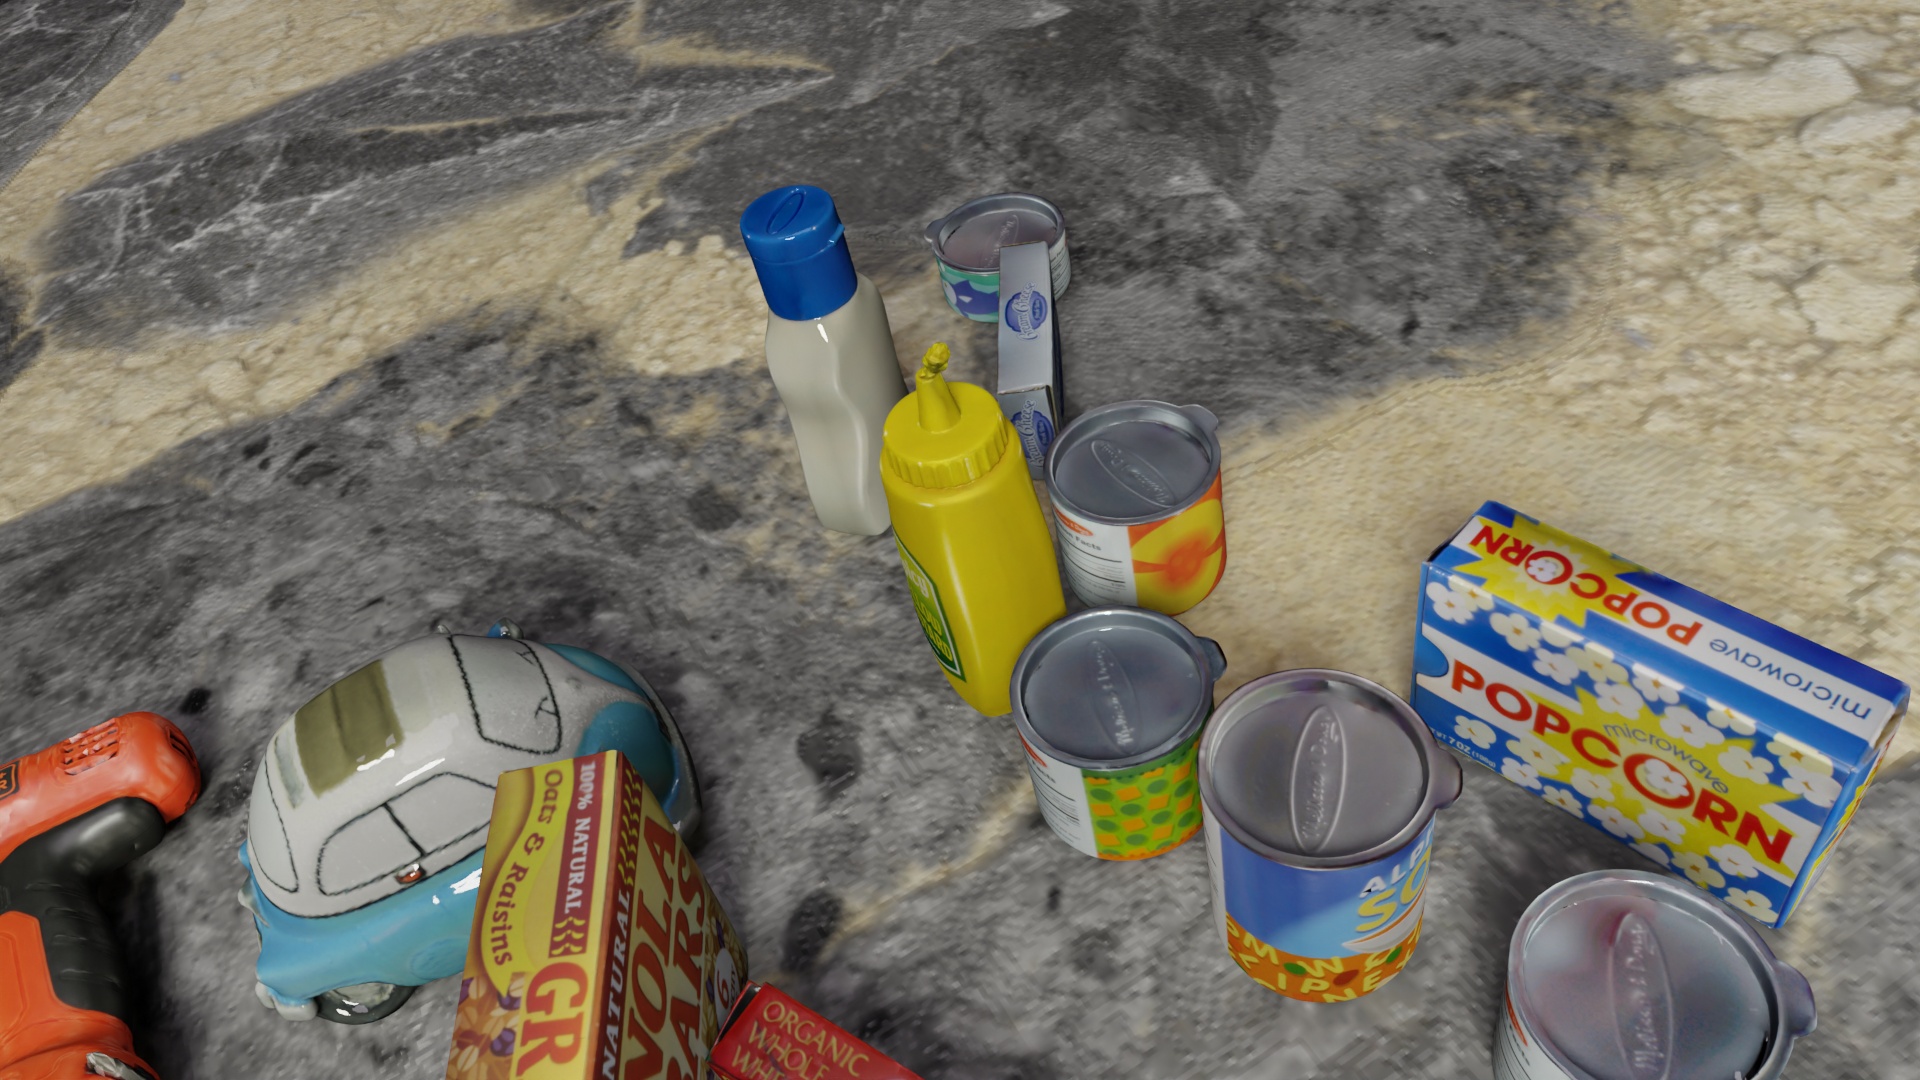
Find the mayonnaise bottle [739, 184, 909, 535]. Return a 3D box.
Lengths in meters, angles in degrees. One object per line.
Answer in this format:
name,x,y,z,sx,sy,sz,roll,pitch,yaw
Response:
mayonnaise bottle,-0.051,-0.071,0.561,0.041,0.147,0.065,7,49,20

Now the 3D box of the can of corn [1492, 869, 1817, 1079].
can of corn,0.182,0.132,0.372,0.071,0.058,0.071,-7,46,8

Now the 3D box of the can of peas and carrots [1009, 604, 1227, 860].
can of peas and carrots,0.056,0.064,0.467,0.071,0.058,0.071,-7,46,8

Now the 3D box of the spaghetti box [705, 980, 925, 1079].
spaghetti box,0.037,0.190,0.358,0.250,0.050,0.029,20,55,29

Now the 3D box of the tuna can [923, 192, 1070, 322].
tuna can,0.019,-0.141,0.690,0.071,0.032,0.071,-7,46,7

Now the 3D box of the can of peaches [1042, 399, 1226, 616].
can of peaches,0.071,-0.012,0.537,0.071,0.057,0.071,-7,46,8

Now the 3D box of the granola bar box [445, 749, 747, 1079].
granola bar box,-0.092,0.159,0.368,0.039,0.123,0.166,-11,46,4

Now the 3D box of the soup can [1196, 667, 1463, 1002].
soup can,0.108,0.090,0.413,0.071,0.083,0.072,-7,46,8

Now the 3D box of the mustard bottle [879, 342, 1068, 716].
mustard bottle,0.002,-0.006,0.477,0.049,0.159,0.065,-26,47,-11

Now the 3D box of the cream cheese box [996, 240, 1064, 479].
cream cheese box,0.032,-0.081,0.615,0.024,0.053,0.104,-6,46,9

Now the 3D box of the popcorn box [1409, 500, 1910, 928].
popcorn box,0.204,0.051,0.424,0.127,0.084,0.038,31,61,35
